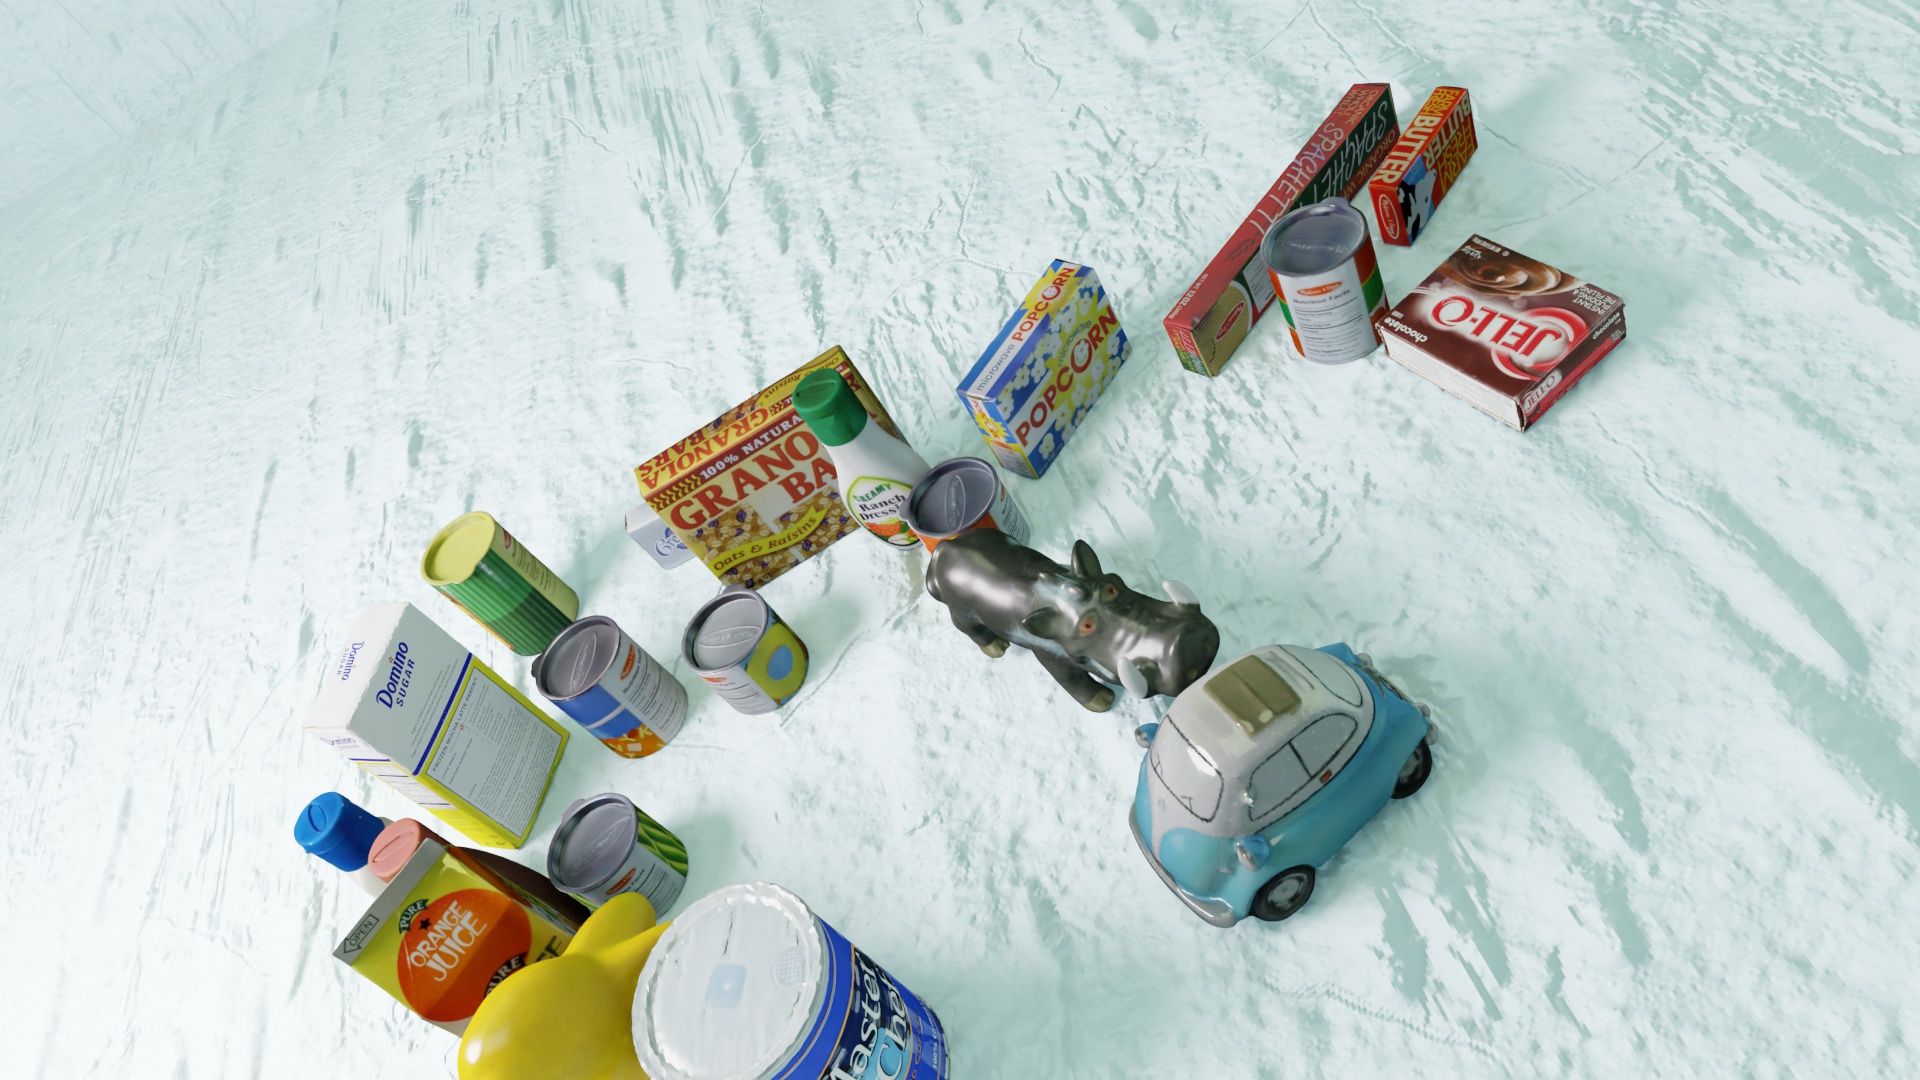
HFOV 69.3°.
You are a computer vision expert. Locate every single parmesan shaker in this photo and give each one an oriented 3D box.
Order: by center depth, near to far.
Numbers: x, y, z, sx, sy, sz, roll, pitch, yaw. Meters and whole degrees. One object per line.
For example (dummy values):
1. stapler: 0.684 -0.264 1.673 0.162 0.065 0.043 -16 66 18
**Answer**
1. parmesan shaker: -0.344 0.036 1.043 0.071 0.102 0.072 -16 48 18

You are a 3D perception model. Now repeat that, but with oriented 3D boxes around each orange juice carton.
1. orange juice carton: -0.251 0.232 0.761 0.073 0.192 0.072 21 66 40

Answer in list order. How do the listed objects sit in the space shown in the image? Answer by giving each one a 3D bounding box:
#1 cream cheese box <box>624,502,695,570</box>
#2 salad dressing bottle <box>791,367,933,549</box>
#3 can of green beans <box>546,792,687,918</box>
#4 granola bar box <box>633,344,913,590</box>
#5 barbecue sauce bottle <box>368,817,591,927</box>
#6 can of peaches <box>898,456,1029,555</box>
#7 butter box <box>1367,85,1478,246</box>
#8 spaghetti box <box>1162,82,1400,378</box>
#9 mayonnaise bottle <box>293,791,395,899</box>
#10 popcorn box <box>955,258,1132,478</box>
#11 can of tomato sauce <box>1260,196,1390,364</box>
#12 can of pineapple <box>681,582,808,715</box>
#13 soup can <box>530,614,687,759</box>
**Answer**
1. cream cheese box: -0.193 -0.021 1.038 0.104 0.053 0.024 -27 45 8
2. salad dressing bottle: -0.061 -0.053 0.923 0.064 0.147 0.044 -14 48 20
3. can of green beans: -0.212 0.199 0.862 0.071 0.057 0.071 -16 47 18
4. granola bar box: -0.121 -0.044 0.967 0.165 0.123 0.039 -31 45 4
5. barbecue sauce bottle: -0.287 0.214 0.828 0.065 0.148 0.044 -36 44 -1
6. can of peaches: 0.003 -0.011 0.914 0.071 0.058 0.071 -16 47 18
7. butter box: 0.314 -0.254 0.942 0.024 0.053 0.104 21 66 40
8. spaghetti box: 0.227 -0.219 0.965 0.029 0.050 0.251 24 68 41
9. mayonnaise bottle: -0.349 0.206 0.871 0.041 0.147 0.065 -46 45 -10
10. popcorn box: 0.059 -0.117 0.952 0.038 0.085 0.127 19 65 40
11. can of tomato sauce: 0.236 -0.165 0.891 0.071 0.082 0.071 -16 48 18
12. can of pineapple: -0.142 0.073 0.927 0.071 0.057 0.071 -16 47 18
13. soup can: -0.237 0.100 0.941 0.071 0.083 0.072 -16 48 18
